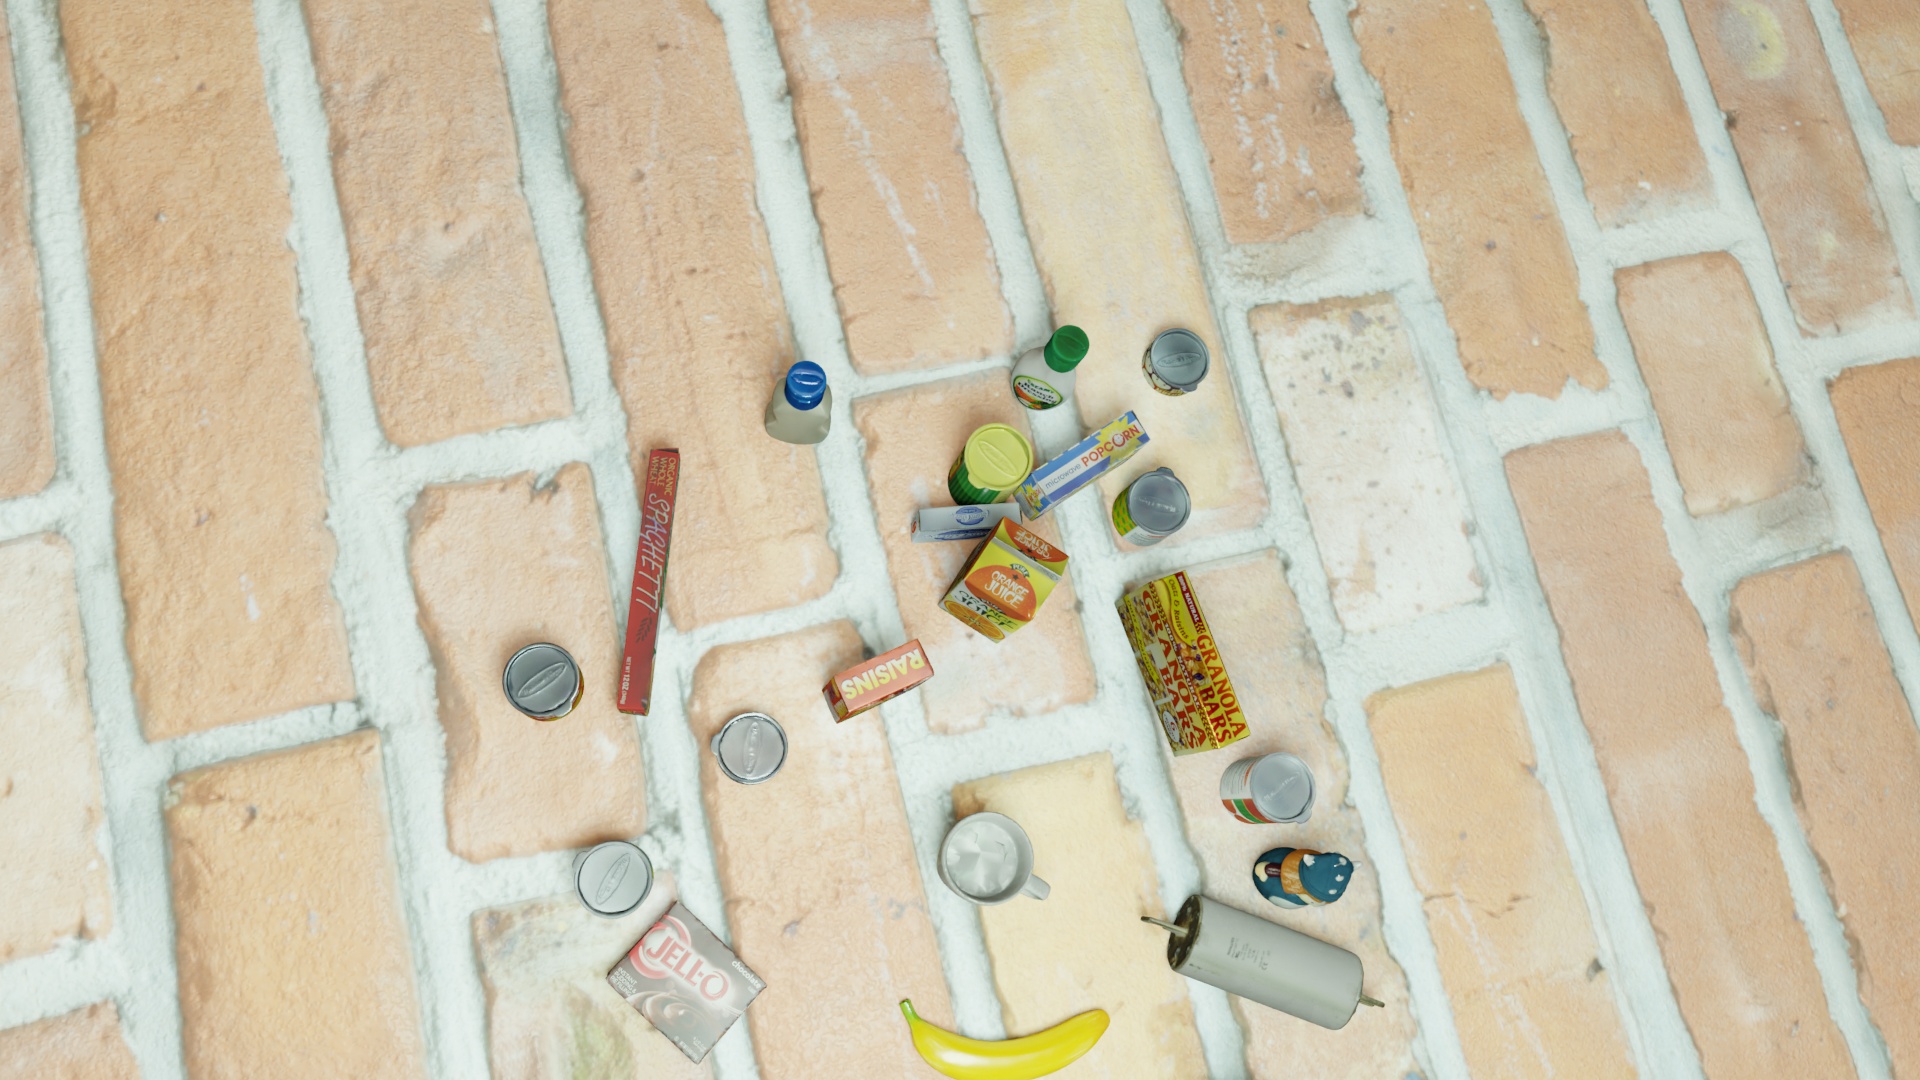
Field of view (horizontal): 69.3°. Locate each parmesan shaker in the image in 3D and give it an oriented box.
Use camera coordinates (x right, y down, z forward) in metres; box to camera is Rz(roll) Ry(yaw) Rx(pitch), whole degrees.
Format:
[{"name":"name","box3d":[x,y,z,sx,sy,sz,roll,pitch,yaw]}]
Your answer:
[{"name":"parmesan shaker","box3d":[0.025,-0.067,1.353,0.071,0.103,0.071,2,77,-10]}]

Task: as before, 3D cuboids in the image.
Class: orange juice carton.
[{"name":"orange juice carton","box3d":[0.041,0.035,1.286,0.072,0.192,0.073,33,74,-2]}]

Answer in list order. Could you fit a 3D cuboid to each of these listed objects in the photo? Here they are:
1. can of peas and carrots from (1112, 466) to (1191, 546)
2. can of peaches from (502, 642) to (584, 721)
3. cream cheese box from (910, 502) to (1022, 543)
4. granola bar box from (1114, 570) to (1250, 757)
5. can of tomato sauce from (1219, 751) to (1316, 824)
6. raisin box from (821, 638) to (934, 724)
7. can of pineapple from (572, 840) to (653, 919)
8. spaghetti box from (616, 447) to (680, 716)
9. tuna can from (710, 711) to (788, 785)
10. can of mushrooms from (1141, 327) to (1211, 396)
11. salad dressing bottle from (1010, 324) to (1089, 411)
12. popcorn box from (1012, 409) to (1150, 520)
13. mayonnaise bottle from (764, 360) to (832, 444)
[{"name":"can of peas and carrots","box3d":[0.192,-0.034,1.401,0.071,0.058,0.071,2,77,-10]},{"name":"can of peaches","box3d":[-0.374,0.131,1.254,0.071,0.058,0.071,2,77,-10]},{"name":"cream cheese box","box3d":[0.005,-0.017,1.364,0.104,0.053,0.024,-4,78,-12]},{"name":"granola bar box","box3d":[0.211,0.120,1.334,0.039,0.124,0.165,-18,81,-14]},{"name":"can of tomato sauce","box3d":[0.298,0.242,1.344,0.071,0.083,0.071,2,77,-10]},{"name":"raisin box","box3d":[-0.078,0.131,1.277,0.086,0.123,0.040,-23,83,-15]},{"name":"can of pineapple","box3d":[-0.307,0.298,1.228,0.071,0.057,0.071,2,77,-10]},{"name":"spaghetti box","box3d":[-0.290,0.037,1.296,0.029,0.050,0.250,7,76,-9]},{"name":"tuna can","box3d":[-0.196,0.193,1.287,0.071,0.032,0.071,2,77,-10]},{"name":"can of mushrooms","box3d":[0.226,-0.184,1.455,0.071,0.033,0.071,2,77,-10]},{"name":"salad dressing bottle","box3d":[0.090,-0.170,1.367,0.064,0.147,0.044,28,74,-4]},{"name":"popcorn box","box3d":[0.119,-0.073,1.382,0.127,0.085,0.038,-32,85,-16]},{"name":"mayonnaise bottle","box3d":[-0.150,-0.129,1.311,0.065,0.147,0.041,6,77,-9]}]
